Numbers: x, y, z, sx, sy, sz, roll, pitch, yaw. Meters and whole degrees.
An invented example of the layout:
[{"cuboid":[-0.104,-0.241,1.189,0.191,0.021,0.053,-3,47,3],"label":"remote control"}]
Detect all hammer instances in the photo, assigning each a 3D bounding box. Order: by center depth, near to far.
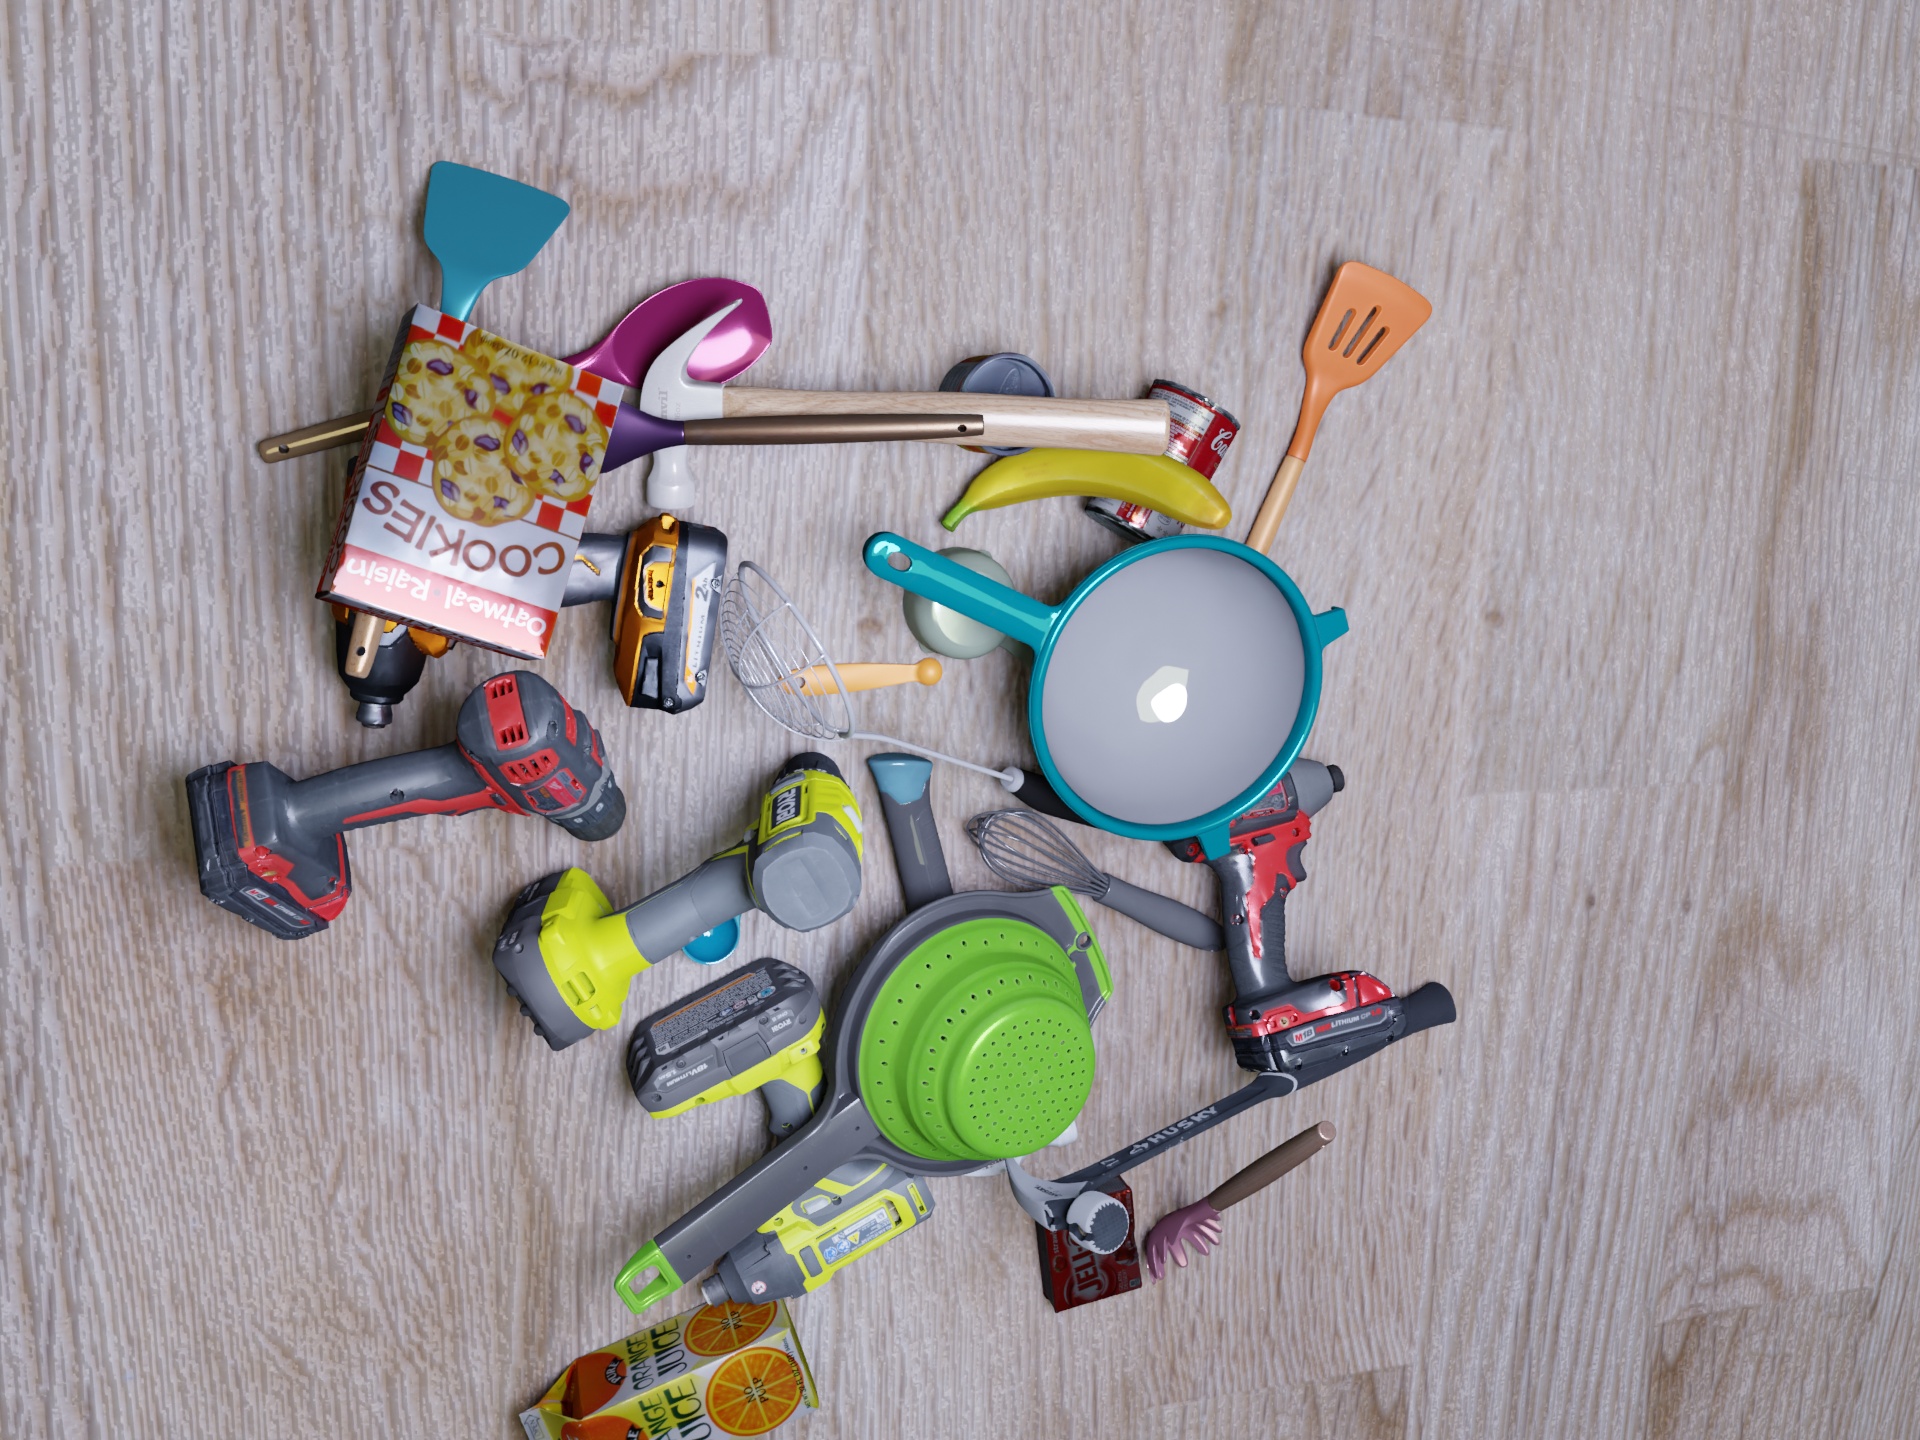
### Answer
[{"cuboid":[-0.034,-0.194,1.000,0.331,0.031,0.130,2,111,-2],"label":"hammer"},{"cuboid":[-0.008,0.177,1.138,0.128,0.033,0.331,-17,105,-15],"label":"hammer"},{"cuboid":[0.215,0.276,1.174,0.409,0.149,0.036,-18,99,-29],"label":"hammer"}]

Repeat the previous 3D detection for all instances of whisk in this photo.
[{"cuboid":[0.105,0.120,1.155,0.238,0.055,0.055,26,92,-25],"label":"whisk"}]

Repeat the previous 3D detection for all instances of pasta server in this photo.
[{"cuboid":[0.197,0.342,1.129,0.060,0.316,0.040,-19,67,-25],"label":"pasta server"}]

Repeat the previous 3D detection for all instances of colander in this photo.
[{"cuboid":[-0.042,0.268,1.039,0.397,0.095,0.204,-34,116,-18],"label":"colander"}]

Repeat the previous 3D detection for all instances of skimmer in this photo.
[{"cuboid":[-0.002,-0.003,1.067,0.363,0.127,0.090,20,95,-32],"label":"skimmer"}]

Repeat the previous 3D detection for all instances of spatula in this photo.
[{"cuboid":[-0.306,-0.177,0.922,0.082,0.044,0.317,15,82,-13],"label":"spatula"},{"cuboid":[-0.143,-0.179,0.975,0.316,0.018,0.059,-1,116,-1],"label":"spatula"},{"cuboid":[0.234,-0.164,1.139,0.081,0.041,0.322,21,95,-21],"label":"spatula"}]

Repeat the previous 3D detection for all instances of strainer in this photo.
[{"cuboid":[0.078,-0.054,1.066,0.340,0.095,0.211,23,99,-21],"label":"strainer"}]

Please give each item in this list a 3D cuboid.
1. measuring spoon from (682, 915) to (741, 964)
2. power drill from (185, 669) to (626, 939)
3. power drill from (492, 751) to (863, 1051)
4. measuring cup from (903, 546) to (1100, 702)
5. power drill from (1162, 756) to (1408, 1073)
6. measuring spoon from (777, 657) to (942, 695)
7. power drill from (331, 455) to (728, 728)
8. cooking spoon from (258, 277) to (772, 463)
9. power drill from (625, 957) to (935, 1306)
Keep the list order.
[{"cuboid":[-0.146,0.111,1.093,0.042,0.021,0.128,43,77,-20],"label":"measuring spoon"},{"cuboid":[-0.320,0.056,0.962,0.226,0.187,0.080,-19,67,-3],"label":"power drill"},{"cuboid":[-0.167,0.102,1.008,0.228,0.191,0.080,-26,109,4],"label":"power drill"},{"cuboid":[0.038,-0.056,1.100,0.167,0.038,0.083,33,90,-20],"label":"measuring cup"},{"cuboid":[0.237,0.134,1.156,0.143,0.078,0.220,-14,82,-14],"label":"power drill"},{"cuboid":[-0.067,-0.029,1.087,0.117,0.011,0.021,-5,103,-16],"label":"measuring spoon"},{"cuboid":[-0.268,-0.065,0.983,0.226,0.084,0.164,8,99,-14],"label":"power drill"},{"cuboid":[-0.270,-0.210,0.983,0.319,0.017,0.068,-19,119,-13],"label":"cooking spoon"},{"cuboid":[-0.133,0.294,1.101,0.171,0.080,0.223,-27,111,-11],"label":"power drill"}]
